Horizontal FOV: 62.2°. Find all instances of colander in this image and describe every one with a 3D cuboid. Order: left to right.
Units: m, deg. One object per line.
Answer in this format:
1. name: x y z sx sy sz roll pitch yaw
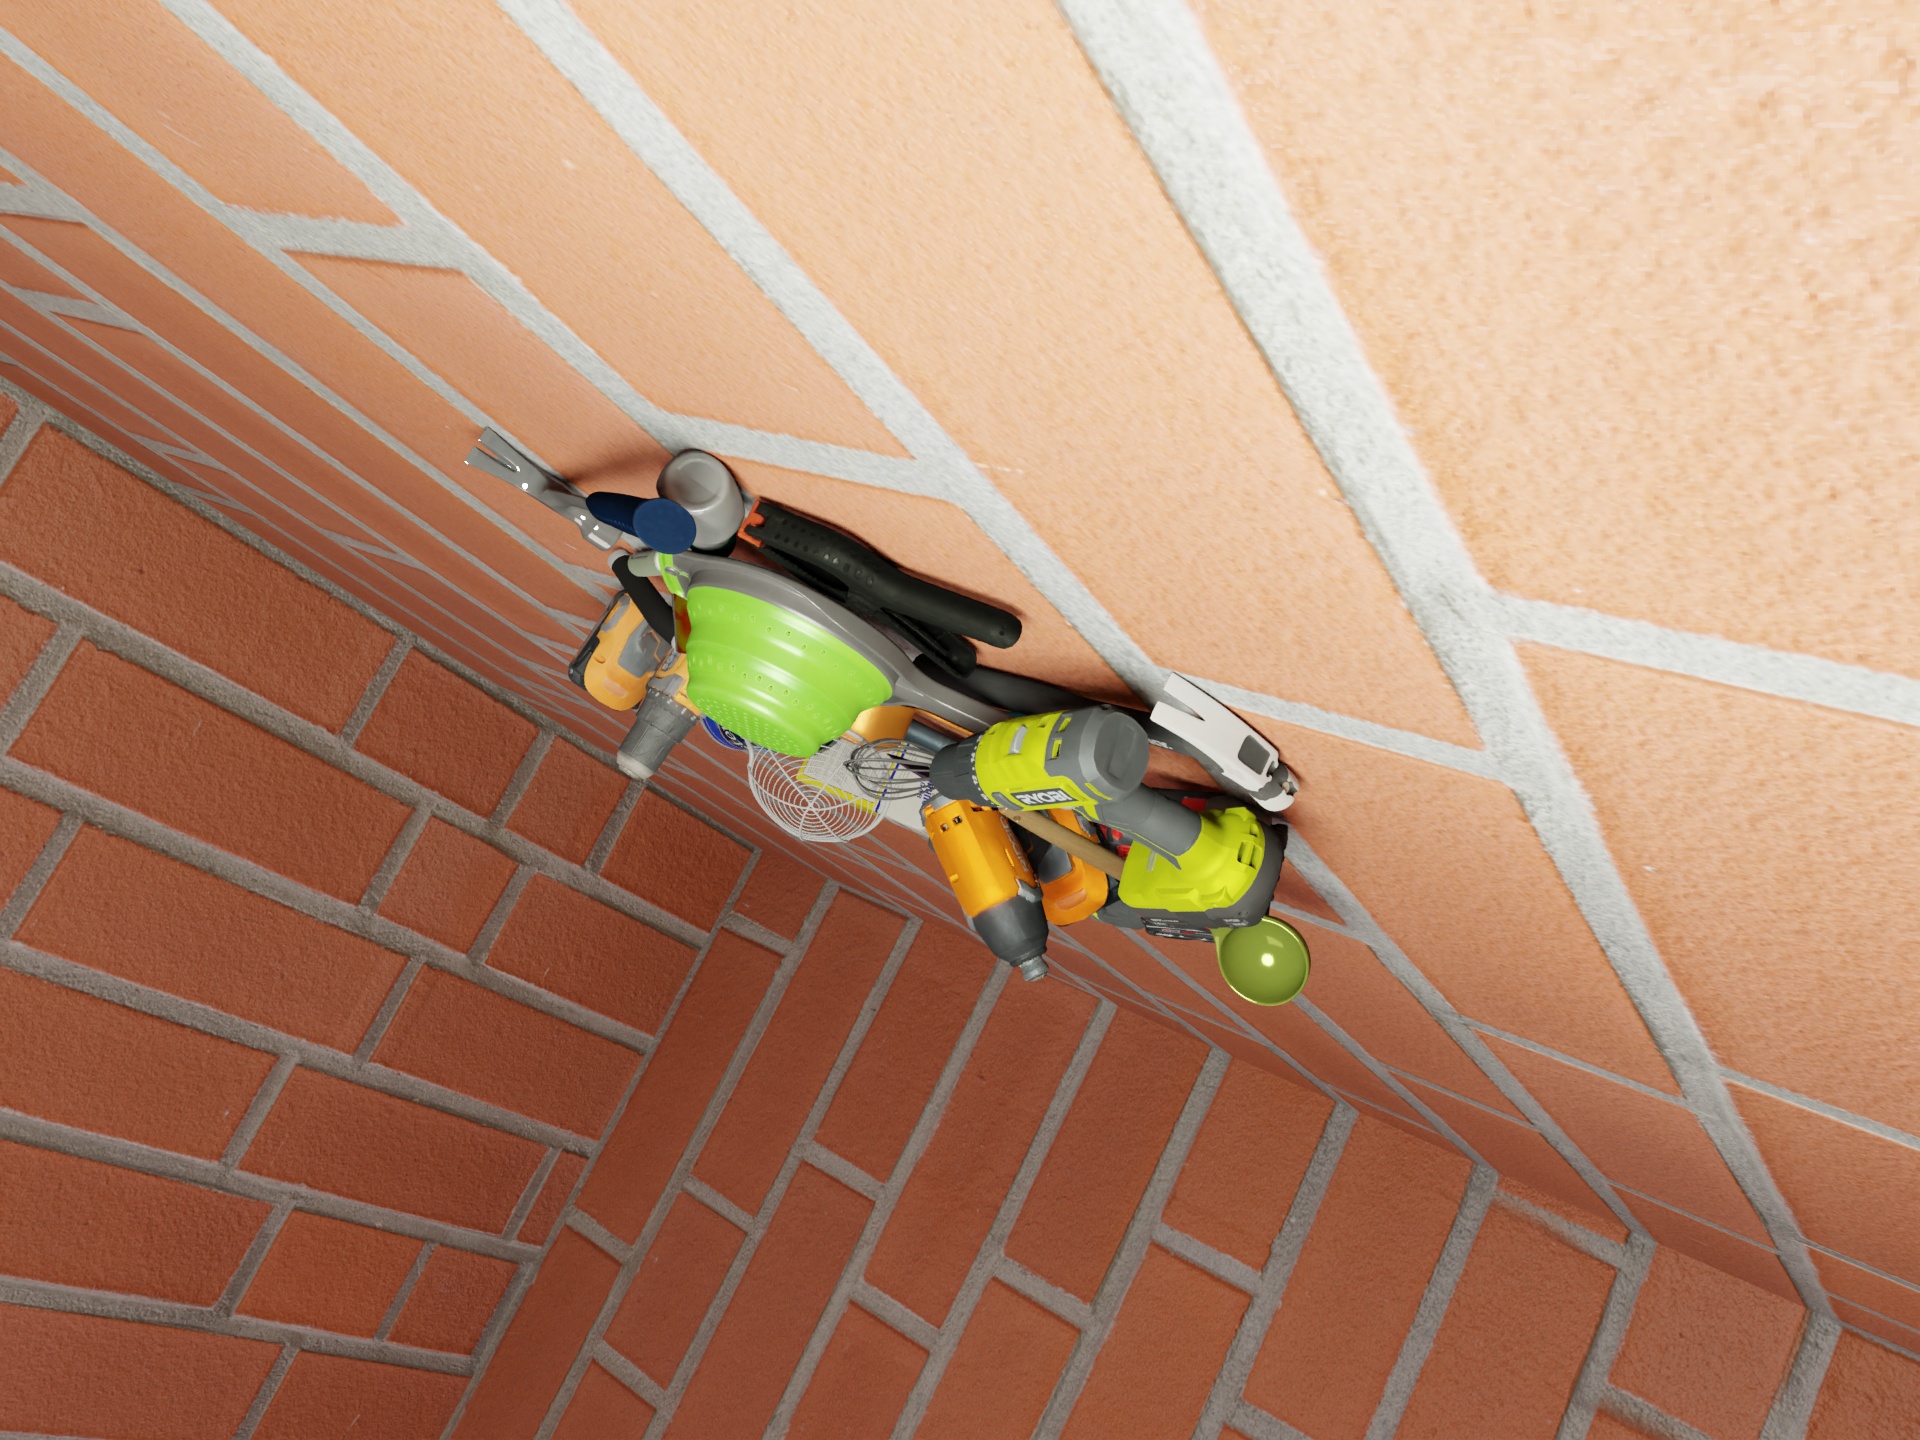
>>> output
1. colander: -0.068 -0.001 1.214 0.397 0.094 0.204 25 165 2

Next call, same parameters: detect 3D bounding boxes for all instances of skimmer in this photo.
1. skimmer: -0.200 -0.035 1.448 0.090 0.127 0.364 -10 -130 -45

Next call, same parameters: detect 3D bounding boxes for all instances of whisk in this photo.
1. whisk: -0.249 -0.139 1.366 0.246 0.058 0.059 9 124 66
2. whisk: 0.005 0.042 1.379 0.238 0.055 0.055 2 -176 -34

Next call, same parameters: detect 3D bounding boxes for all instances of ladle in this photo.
1. ladle: 0.157 0.142 1.266 0.320 0.062 0.078 30 124 -27

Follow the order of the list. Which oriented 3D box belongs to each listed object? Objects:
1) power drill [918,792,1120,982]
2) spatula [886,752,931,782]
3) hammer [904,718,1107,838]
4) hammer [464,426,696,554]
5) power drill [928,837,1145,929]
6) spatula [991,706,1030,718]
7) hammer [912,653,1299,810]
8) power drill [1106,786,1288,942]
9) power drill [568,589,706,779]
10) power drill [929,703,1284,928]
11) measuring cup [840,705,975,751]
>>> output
1. power drill: 0.059 0.129 1.317 0.164 0.084 0.226 65 -159 12
2. spatula: 0.019 0.078 1.639 0.060 0.018 0.315 30 -178 36
3. hammer: 0.056 0.064 1.561 0.386 0.038 0.143 26 170 8
4. hammer: -0.277 -0.163 1.194 0.144 0.035 0.406 34 175 -26
5. power drill: 0.091 0.141 1.552 0.171 0.080 0.223 19 172 46
6. spatula: -0.002 -0.004 1.379 0.318 0.044 0.082 19 151 42
7. hammer: 0.082 -0.011 1.186 0.335 0.035 0.146 16 165 45
8. power drill: 0.207 0.120 1.345 0.143 0.079 0.219 4 157 15
9. power drill: -0.309 -0.039 1.578 0.084 0.185 0.226 38 167 -34
10. power drill: 0.103 0.068 1.142 0.228 0.080 0.190 34 155 -30
11. measuring cup: -0.051 0.010 1.491 0.173 0.052 0.095 23 -173 -11
